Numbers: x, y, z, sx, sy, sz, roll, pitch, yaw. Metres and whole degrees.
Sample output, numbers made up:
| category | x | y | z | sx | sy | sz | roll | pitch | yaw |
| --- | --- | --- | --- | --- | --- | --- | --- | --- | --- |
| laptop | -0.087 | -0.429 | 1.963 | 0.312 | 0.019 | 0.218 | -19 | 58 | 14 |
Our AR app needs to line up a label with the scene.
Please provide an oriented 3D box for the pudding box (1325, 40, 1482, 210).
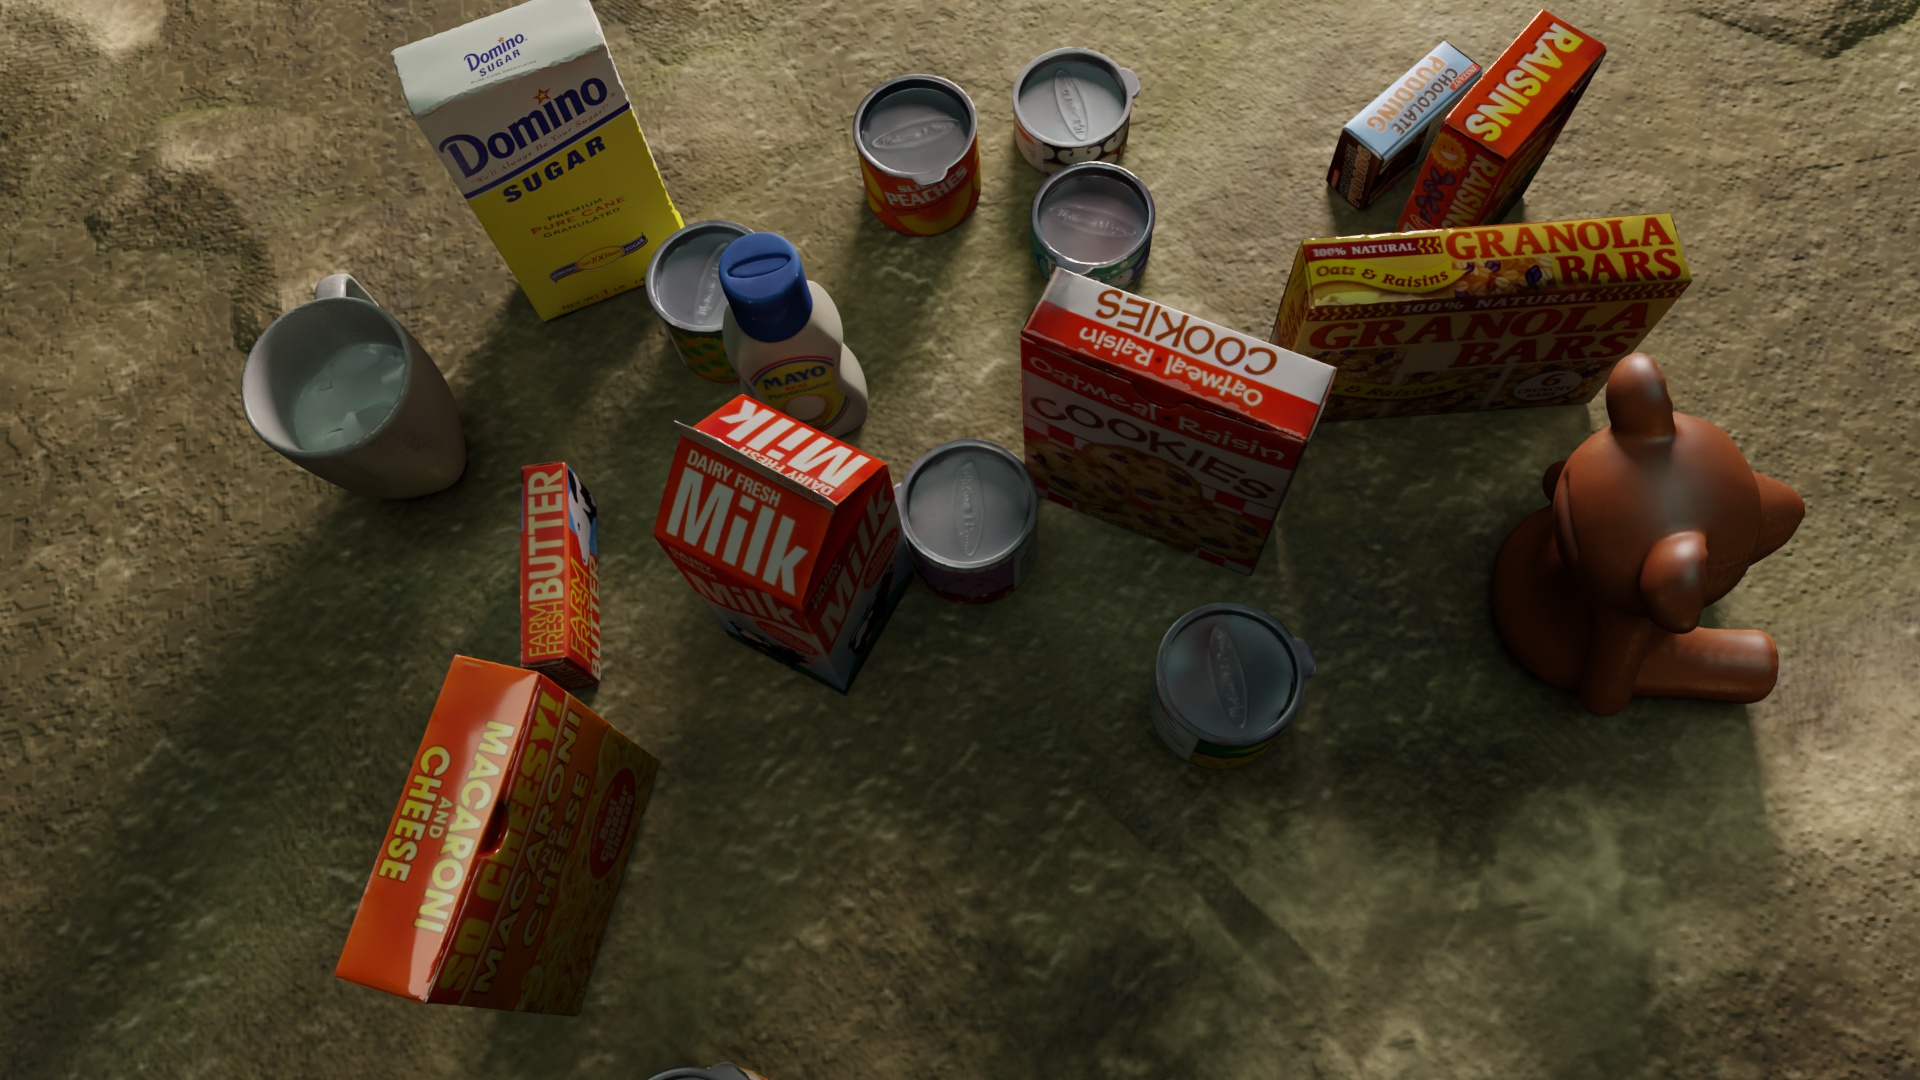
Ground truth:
| category | x | y | z | sx | sy | sz | roll | pitch | yaw |
| --- | --- | --- | --- | --- | --- | --- | --- | --- | --- |
| pudding box | 0.240 | -0.224 | 0.752 | 0.084 | 0.049 | 0.030 | -42 | 73 | -12 |

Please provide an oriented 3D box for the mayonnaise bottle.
| category | x | y | z | sx | sy | sz | roll | pitch | yaw |
| --- | --- | --- | --- | --- | --- | --- | --- | --- | --- |
| mayonnaise bottle | -0.083 | -0.093 | 0.668 | 0.065 | 0.147 | 0.041 | -14 | 70 | -2 |

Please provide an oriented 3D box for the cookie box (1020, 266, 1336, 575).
| category | x | y | z | sx | sy | sz | roll | pitch | yaw |
| --- | --- | --- | --- | --- | --- | --- | --- | --- | --- |
| cookie box | 0.091 | -0.047 | 0.630 | 0.123 | 0.167 | 0.040 | 22 | 73 | 11 |

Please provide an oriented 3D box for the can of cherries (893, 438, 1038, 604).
| category | x | y | z | sx | sy | sz | roll | pitch | yaw |
| --- | --- | --- | --- | --- | --- | --- | --- | --- | --- |
| can of cherries | 0.002 | -0.009 | 0.679 | 0.071 | 0.058 | 0.072 | -1 | 70 | 3 |

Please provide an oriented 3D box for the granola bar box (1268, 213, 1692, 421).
| category | x | y | z | sx | sy | sz | roll | pitch | yaw |
| --- | --- | --- | --- | --- | --- | --- | --- | --- | --- |
| granola bar box | 0.237 | -0.103 | 0.666 | 0.166 | 0.124 | 0.039 | -4 | 70 | 2 |

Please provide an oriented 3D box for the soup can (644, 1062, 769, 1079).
| category | x | y | z | sx | sy | sz | roll | pitch | yaw |
| --- | --- | --- | --- | --- | --- | --- | --- | --- | --- |
| soup can | -0.103 | 0.250 | 0.573 | 0.071 | 0.083 | 0.071 | -1 | 70 | 3 |

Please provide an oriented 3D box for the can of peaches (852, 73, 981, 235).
| category | x | y | z | sx | sy | sz | roll | pitch | yaw |
| --- | --- | --- | --- | --- | --- | --- | --- | --- | --- |
| can of peaches | -0.022 | -0.206 | 0.755 | 0.071 | 0.058 | 0.071 | -1 | 70 | 3 |

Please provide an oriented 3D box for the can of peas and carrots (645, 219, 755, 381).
| category | x | y | z | sx | sy | sz | roll | pitch | yaw |
| --- | --- | --- | --- | --- | --- | --- | --- | --- | --- |
| can of peas and carrots | -0.123 | -0.124 | 0.729 | 0.071 | 0.058 | 0.071 | -1 | 70 | 3 |

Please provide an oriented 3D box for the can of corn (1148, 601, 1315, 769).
| category | x | y | z | sx | sy | sz | roll | pitch | yaw |
| --- | --- | --- | --- | --- | --- | --- | --- | --- | --- |
| can of corn | 0.124 | 0.068 | 0.643 | 0.071 | 0.058 | 0.071 | -1 | 70 | 3 |

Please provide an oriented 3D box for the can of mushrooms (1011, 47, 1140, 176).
| category | x | y | z | sx | sy | sz | roll | pitch | yaw |
| --- | --- | --- | --- | --- | --- | --- | --- | --- | --- |
| can of mushrooms | 0.064 | -0.238 | 0.775 | 0.071 | 0.033 | 0.071 | -1 | 69 | 3 |

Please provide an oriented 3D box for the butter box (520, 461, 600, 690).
| category | x | y | z | sx | sy | sz | roll | pitch | yaw |
| --- | --- | --- | --- | --- | --- | --- | --- | --- | --- |
| butter box | -0.196 | 0.018 | 0.683 | 0.024 | 0.053 | 0.104 | -7 | 69 | 1 |

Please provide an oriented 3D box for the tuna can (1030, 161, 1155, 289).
| category | x | y | z | sx | sy | sz | roll | pitch | yaw |
| --- | --- | --- | --- | --- | --- | --- | --- | --- | --- |
| tuna can | 0.070 | -0.165 | 0.748 | 0.071 | 0.032 | 0.071 | -1 | 69 | 3 |

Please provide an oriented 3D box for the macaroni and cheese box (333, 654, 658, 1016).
| category | x | y | z | sx | sy | sz | roll | pitch | yaw |
| --- | --- | --- | --- | --- | --- | --- | --- | --- | --- |
| macaroni and cheese box | -0.182 | 0.129 | 0.579 | 0.040 | 0.166 | 0.124 | 12 | 71 | 8 |

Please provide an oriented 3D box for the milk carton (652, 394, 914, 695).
| category | x | y | z | sx | sy | sz | roll | pitch | yaw |
| --- | --- | --- | --- | --- | --- | --- | --- | --- | --- |
| milk carton | -0.074 | 0.001 | 0.609 | 0.072 | 0.190 | 0.073 | 26 | 73 | 12 |

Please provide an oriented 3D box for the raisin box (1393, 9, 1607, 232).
| category | x | y | z | sx | sy | sz | roll | pitch | yaw |
| --- | --- | --- | --- | --- | --- | --- | --- | --- | --- |
| raisin box | 0.265 | -0.191 | 0.698 | 0.040 | 0.123 | 0.086 | 39 | 77 | 16 |
